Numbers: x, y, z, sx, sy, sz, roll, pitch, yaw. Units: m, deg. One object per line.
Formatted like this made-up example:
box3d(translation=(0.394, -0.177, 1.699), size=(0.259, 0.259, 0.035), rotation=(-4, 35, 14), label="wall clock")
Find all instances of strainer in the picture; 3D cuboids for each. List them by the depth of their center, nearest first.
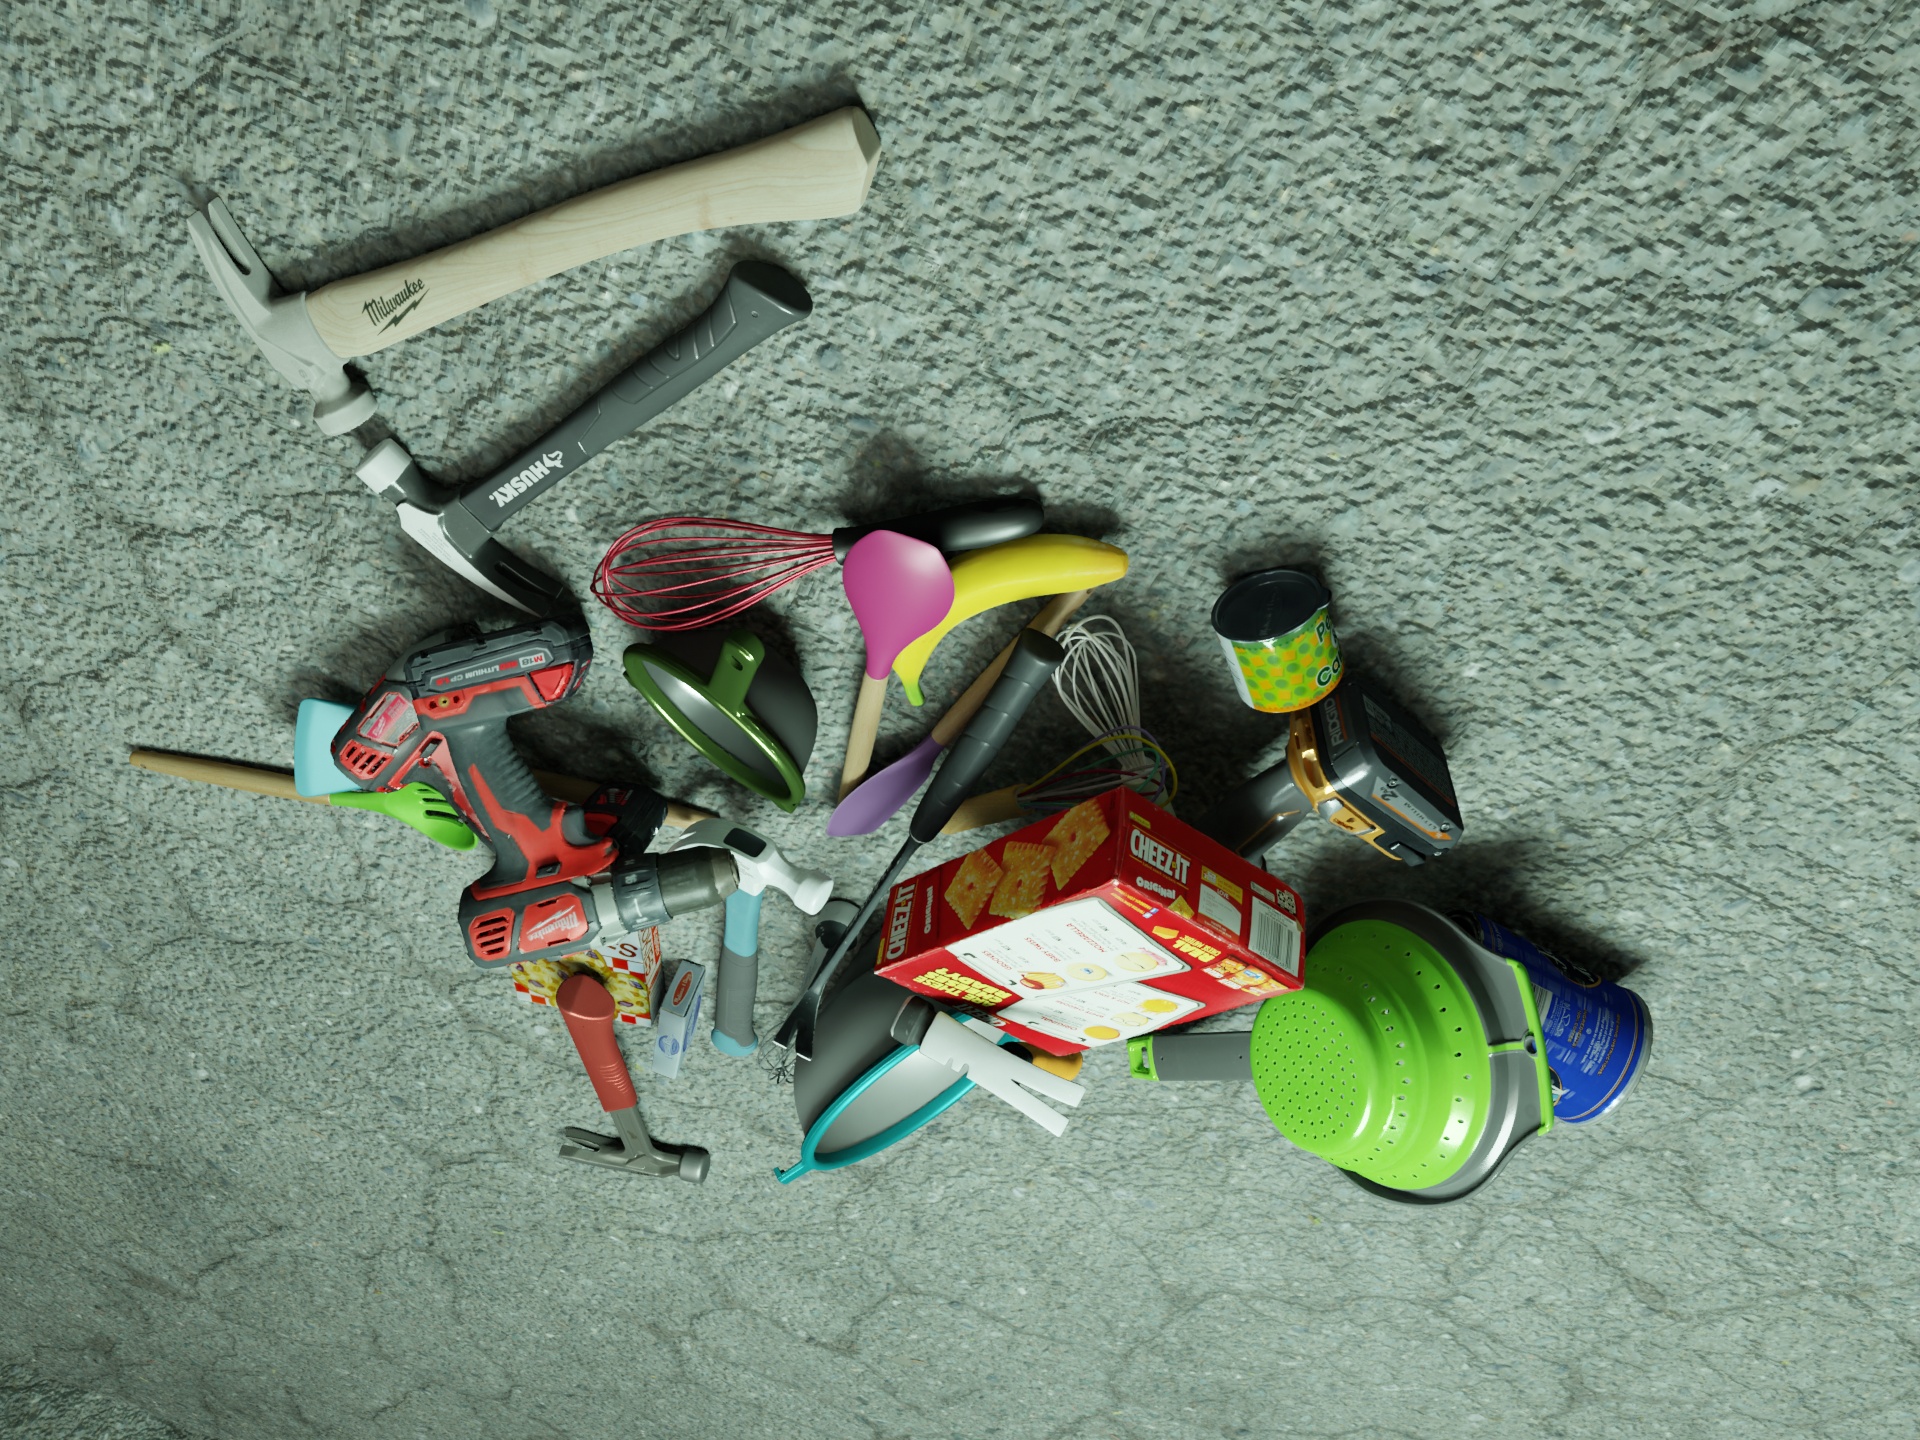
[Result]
box3d(translation=(-0.133, -0.029, 1.000), size=(0.151, 0.069, 0.256), rotation=(40, 160, -1), label="strainer")
box3d(translation=(-0.026, 0.204, 1.195), size=(0.095, 0.211, 0.340), rotation=(51, 130, 25), label="strainer")

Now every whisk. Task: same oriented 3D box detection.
box3d(translation=(-0.092, -0.103, 0.972), size=(0.296, 0.073, 0.073), rotation=(-7, 130, 16), label="whisk")
box3d(translation=(0.056, 0.052, 1.042), size=(0.047, 0.051, 0.245), rotation=(33, 152, -24), label="whisk")
box3d(translation=(0.115, 0.027, 1.045), size=(0.058, 0.059, 0.246), rotation=(28, 154, 45), label="whisk")
box3d(translation=(-0.105, 0.233, 1.307), size=(0.055, 0.055, 0.239), rotation=(29, 129, -11), label="whisk")

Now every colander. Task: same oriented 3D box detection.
box3d(translation=(0.214, 0.236, 1.102), size=(0.094, 0.204, 0.397), rotation=(-2, 170, -33), label="colander")

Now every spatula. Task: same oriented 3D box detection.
box3d(translation=(-0.002, -0.003, 1.058), size=(0.059, 0.018, 0.315), rotation=(0, 146, -40), label="spatula")
box3d(translation=(-0.338, 0.048, 1.195), size=(0.317, 0.044, 0.082), rotation=(13, 111, 2), label="spatula")

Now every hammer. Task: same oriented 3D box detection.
box3d(translation=(-0.236, -0.268, 0.871), size=(0.410, 0.038, 0.146), rotation=(-10, 128, 24), label="hammer")
box3d(translation=(-0.215, -0.174, 0.956), size=(0.335, 0.035, 0.146), rotation=(-25, 121, 33), label="hammer")
box3d(translation=(-0.033, 0.082, 1.071), size=(0.036, 0.149, 0.408), rotation=(28, 132, -6), label="hammer")
box3d(translation=(0.052, 0.247, 1.143), size=(0.127, 0.034, 0.336), rotation=(27, 175, 18), label="hammer")
box3d(translation=(-0.173, 0.183, 1.252), size=(0.128, 0.033, 0.330), rotation=(29, 144, 11), label="hammer")
box3d(translation=(-0.320, 0.327, 1.428), size=(0.149, 0.037, 0.358), rotation=(9, 143, 7), label="hammer")

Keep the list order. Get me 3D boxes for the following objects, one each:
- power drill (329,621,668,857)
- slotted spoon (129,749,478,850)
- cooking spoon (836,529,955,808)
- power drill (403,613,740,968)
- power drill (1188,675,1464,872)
box3d(translation=(-0.327, 0.038, 1.142), size=(0.219, 0.079, 0.143), rotation=(41, 107, -10), label="power drill")
box3d(translation=(-0.523, 0.054, 1.269), size=(0.314, 0.031, 0.070), rotation=(9, 134, 11), label="slotted spoon")
box3d(translation=(-0.057, -0.018, 1.028), size=(0.069, 0.017, 0.318), rotation=(18, 146, 0), label="cooking spoon")
box3d(translation=(-0.261, 0.045, 1.068), size=(0.188, 0.080, 0.226), rotation=(-13, 98, -2), label="power drill")
box3d(translation=(0.206, 0.082, 1.024), size=(0.226, 0.084, 0.185), rotation=(-32, 130, 31), label="power drill")
